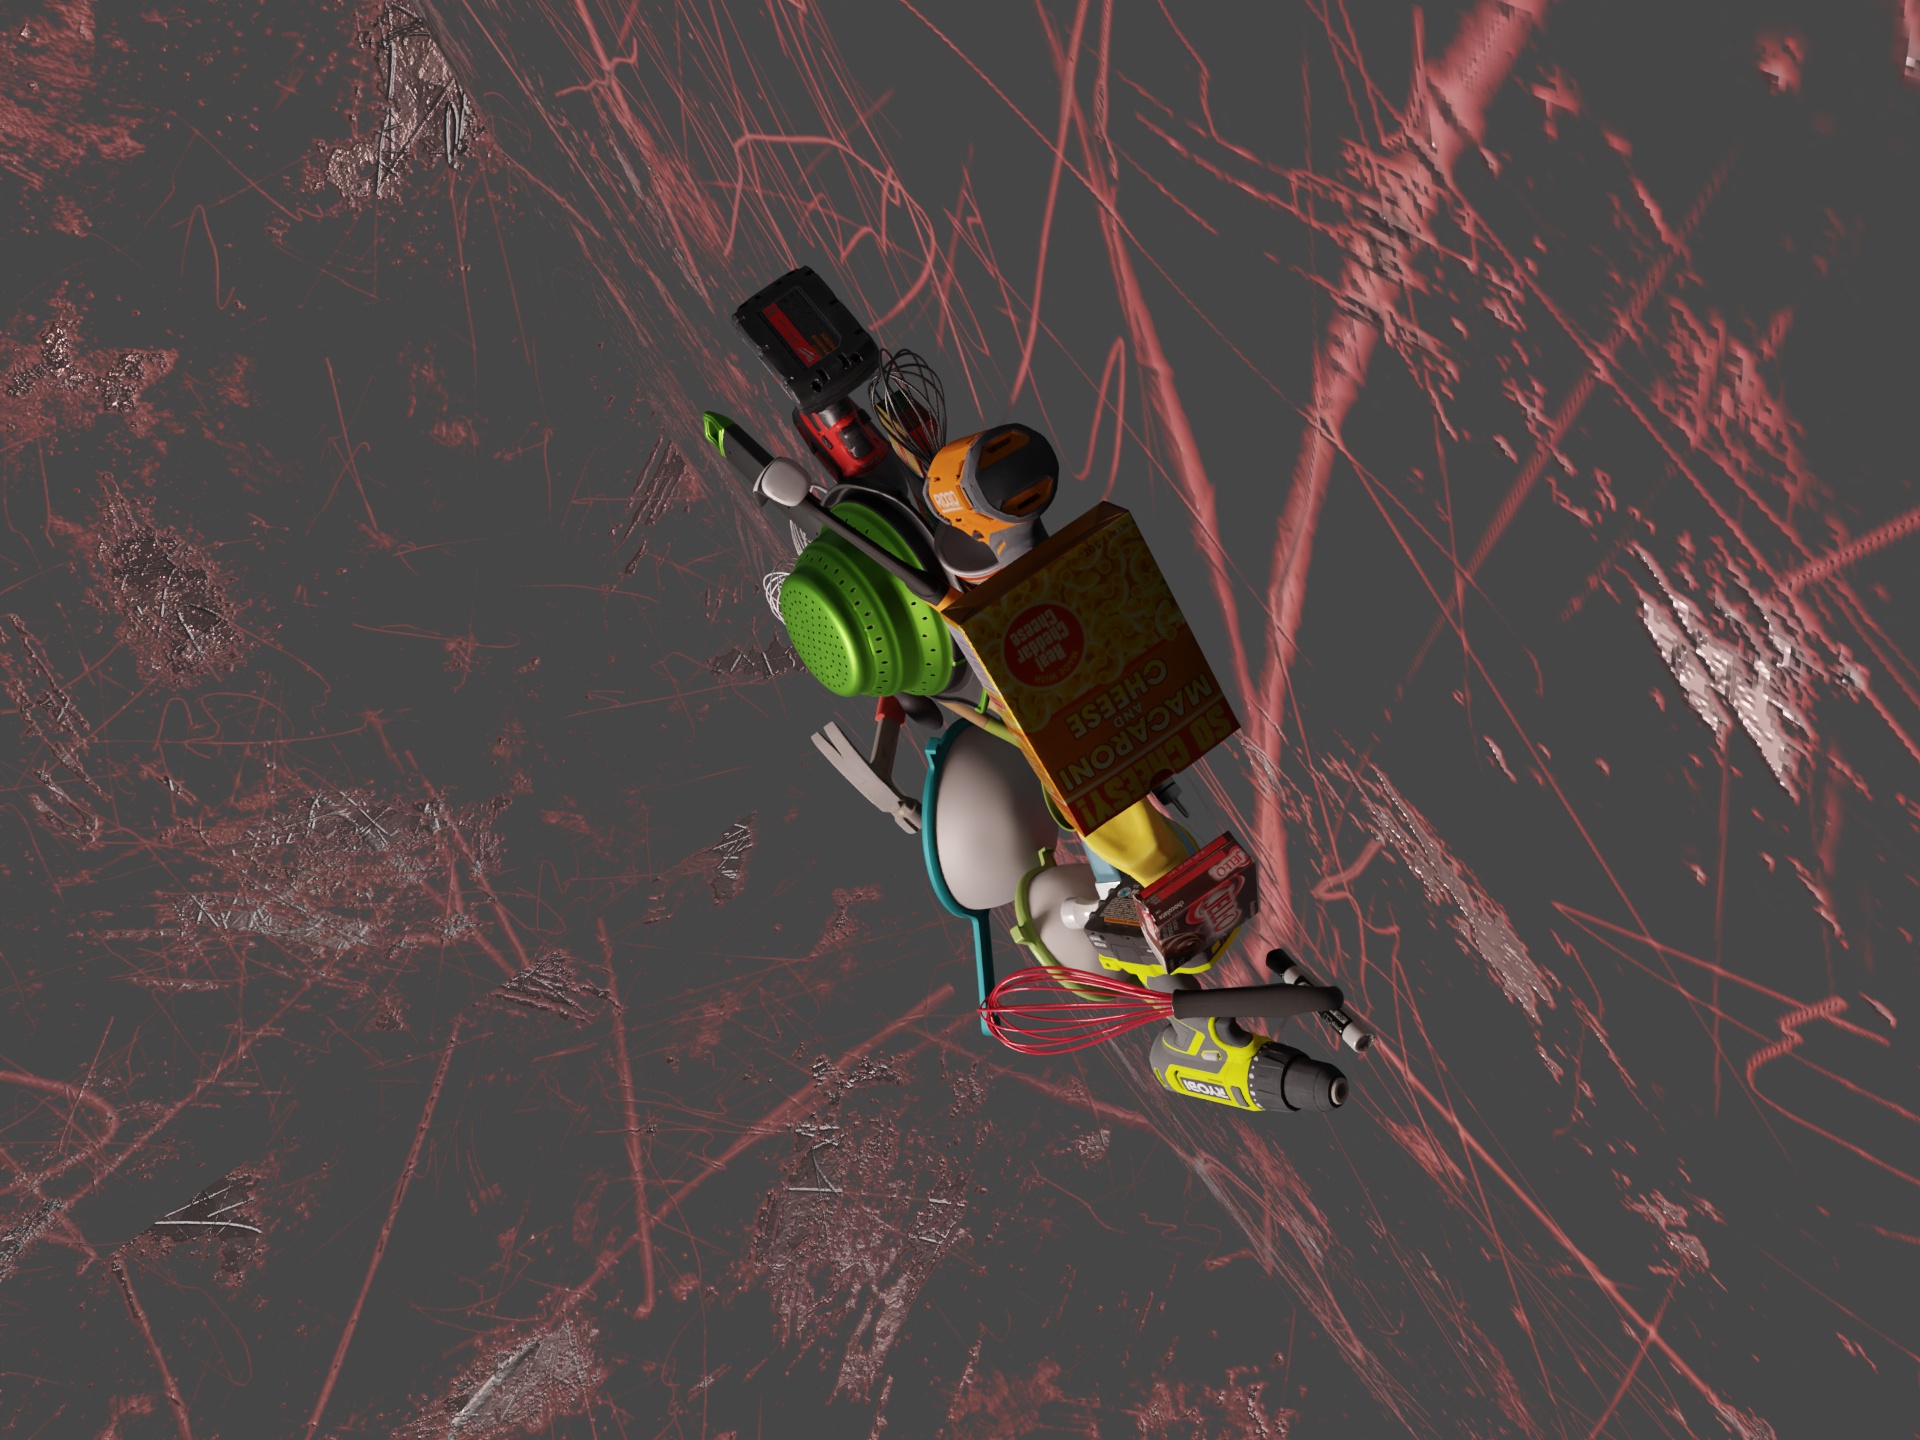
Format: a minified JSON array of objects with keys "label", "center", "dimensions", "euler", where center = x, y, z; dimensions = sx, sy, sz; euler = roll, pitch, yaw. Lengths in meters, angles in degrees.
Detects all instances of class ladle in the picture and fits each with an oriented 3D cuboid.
[{"label":"ladle","center":[-0.002,-0.005,1.476],"dimensions":[0.320,0.062,0.078],"euler":[32,141,2]}]

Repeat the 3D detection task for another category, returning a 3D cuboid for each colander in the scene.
[{"label":"colander","center":[-0.132,-0.136,1.333],"dimensions":[0.397,0.094,0.204],"euler":[44,151,30]}]

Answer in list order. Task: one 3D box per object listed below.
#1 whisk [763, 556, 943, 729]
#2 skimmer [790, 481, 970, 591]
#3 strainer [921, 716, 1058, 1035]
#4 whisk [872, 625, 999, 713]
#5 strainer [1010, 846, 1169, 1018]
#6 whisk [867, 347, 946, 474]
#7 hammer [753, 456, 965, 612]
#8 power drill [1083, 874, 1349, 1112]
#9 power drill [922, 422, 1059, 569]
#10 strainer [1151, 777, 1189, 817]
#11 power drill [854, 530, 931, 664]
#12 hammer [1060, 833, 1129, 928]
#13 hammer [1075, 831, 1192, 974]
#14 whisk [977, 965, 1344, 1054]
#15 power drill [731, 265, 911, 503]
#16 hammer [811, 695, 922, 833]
[{"label":"whisk","center":[-0.103,-0.072,1.650],"dimensions":[0.284,0.070,0.070],"euler":[43,-178,-39]},{"label":"skimmer","center":[-0.045,-0.143,1.384],"dimensions":[0.127,0.090,0.363],"euler":[48,164,-30]},{"label":"strainer","center":[0.052,0.164,1.653],"dimensions":[0.211,0.095,0.340],"euler":[-16,-77,-63]},{"label":"whisk","center":[-0.006,-0.039,1.388],"dimensions":[0.245,0.047,0.051],"euler":[34,143,44]},{"label":"strainer","center":[0.169,0.226,1.553],"dimensions":[0.256,0.069,0.151],"euler":[40,-148,-8]},{"label":"whisk","center":[-0.019,-0.196,1.196],"dimensions":[0.055,0.055,0.238],"euler":[51,176,31]},{"label":"hammer","center":[-0.007,-0.085,1.178],"dimensions":[0.336,0.034,0.127],"euler":[34,179,-11]},{"label":"power drill","center":[0.220,0.247,1.373],"dimensions":[0.191,0.080,0.228],"euler":[0,128,48]},{"label":"power drill","center":[0.051,-0.088,1.070],"dimensions":[0.226,0.084,0.164],"euler":[61,168,-13]},{"label":"strainer","center":[0.095,-0.020,1.262],"dimensions":[0.258,0.050,0.086],"euler":[50,-173,14]},{"label":"power drill","center":[-0.042,-0.101,1.627],"dimensions":[0.226,0.084,0.185],"euler":[52,174,-14]},{"label":"hammer","center":[0.091,0.043,1.402],"dimensions":[0.128,0.033,0.330],"euler":[-9,114,39]},{"label":"hammer","center":[0.139,0.123,1.611],"dimensions":[0.143,0.038,0.385],"euler":[45,168,47]},{"label":"whisk","center":[0.149,0.221,1.234],"dimensions":[0.073,0.296,0.073],"euler":[-7,-90,-66]},{"label":"power drill","center":[-0.103,-0.262,1.330],"dimensions":[0.143,0.078,0.219],"euler":[52,175,22]},{"label":"hammer","center":[-0.080,-0.024,1.746],"dimensions":[0.149,0.036,0.359],"euler":[46,-157,-20]}]
